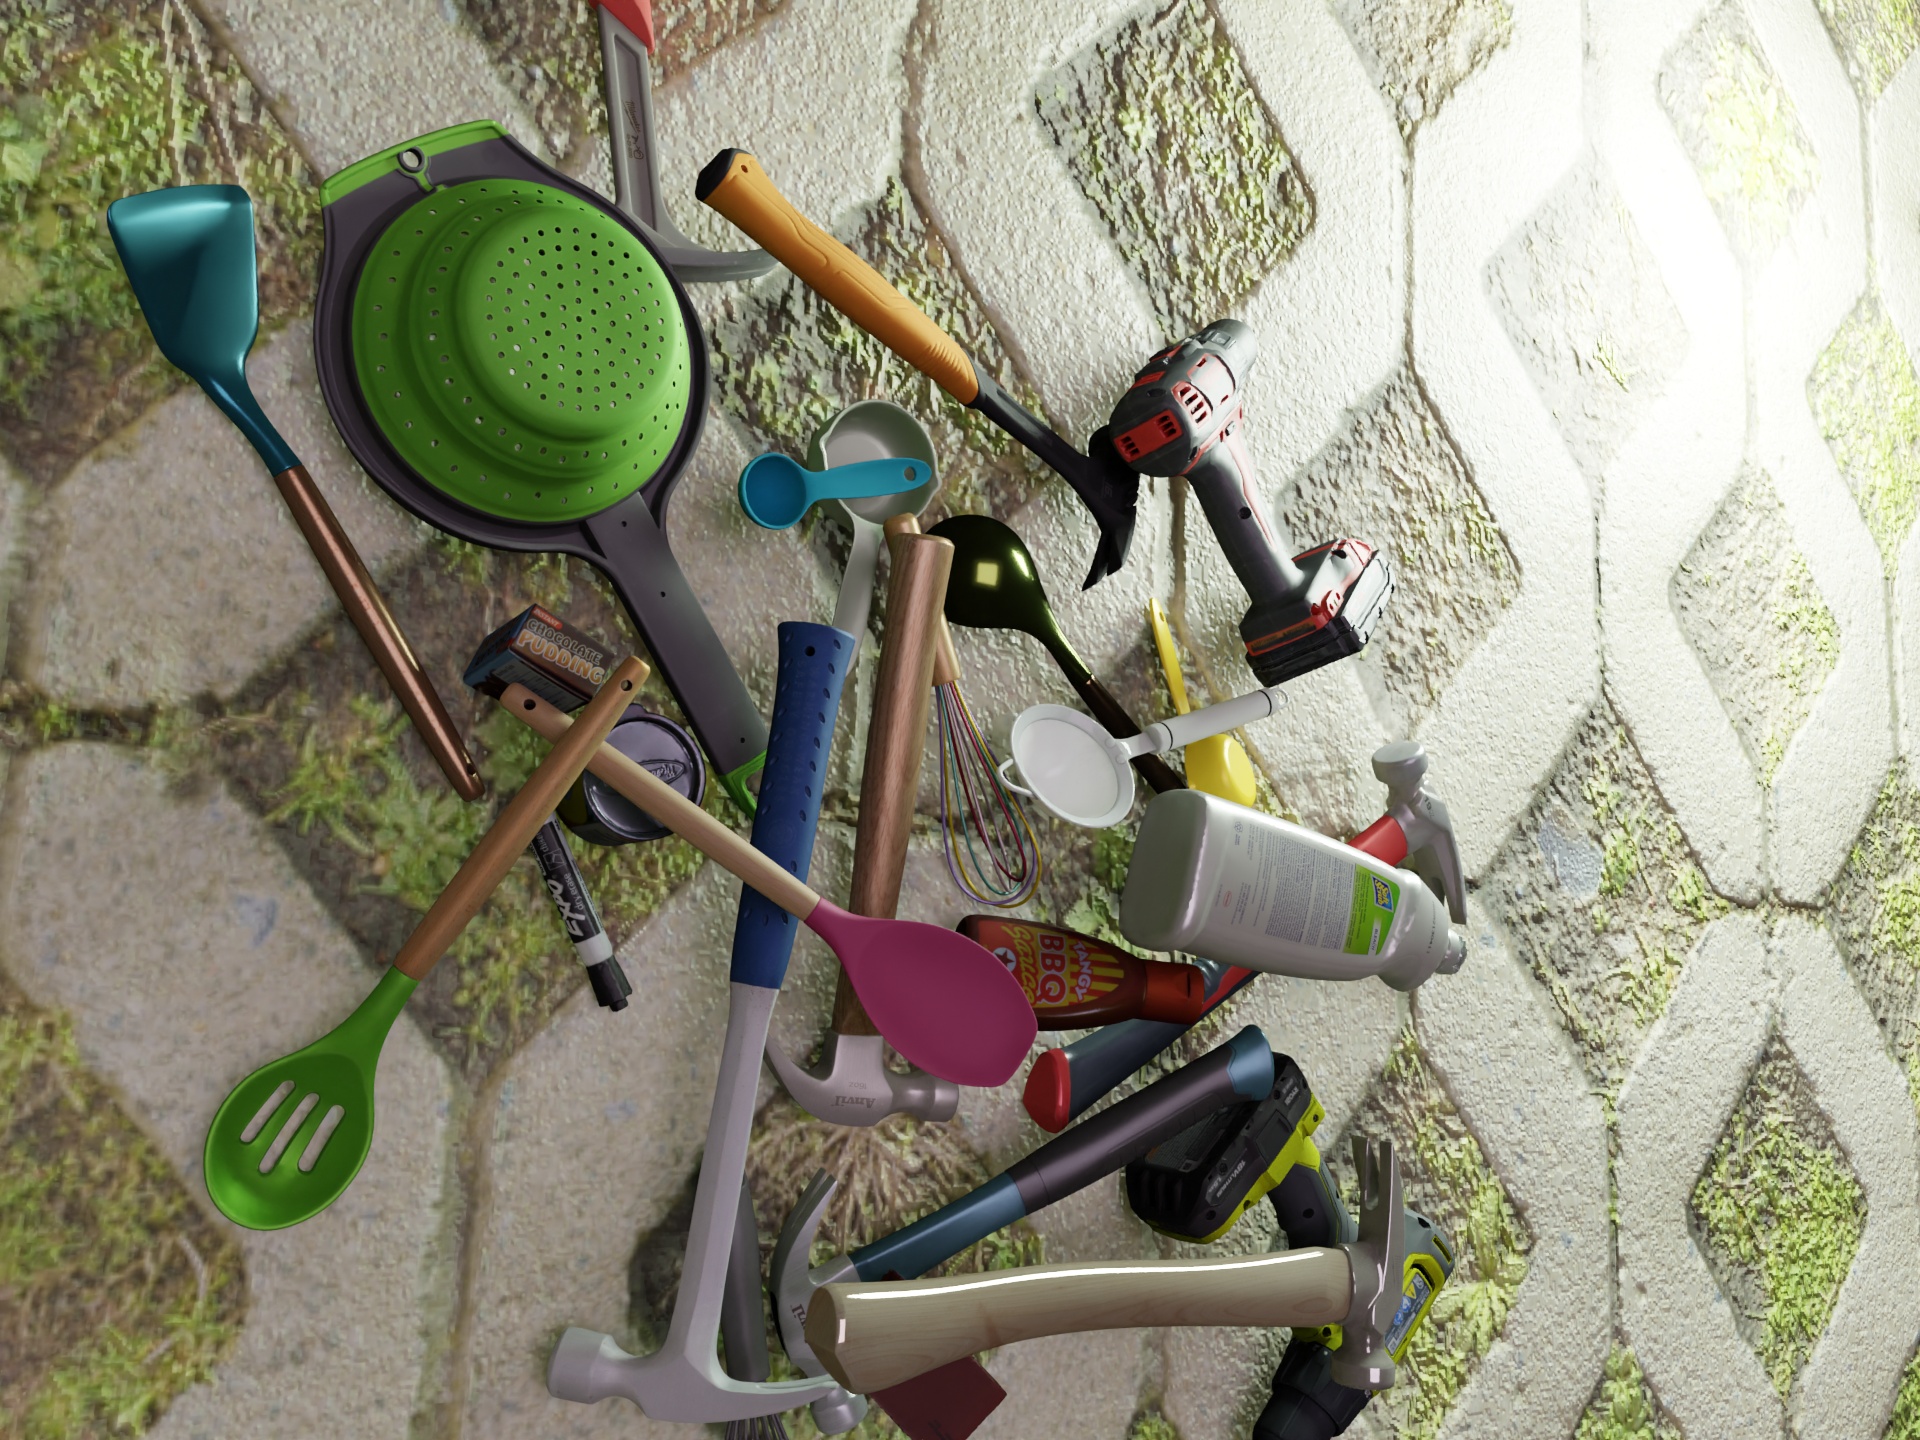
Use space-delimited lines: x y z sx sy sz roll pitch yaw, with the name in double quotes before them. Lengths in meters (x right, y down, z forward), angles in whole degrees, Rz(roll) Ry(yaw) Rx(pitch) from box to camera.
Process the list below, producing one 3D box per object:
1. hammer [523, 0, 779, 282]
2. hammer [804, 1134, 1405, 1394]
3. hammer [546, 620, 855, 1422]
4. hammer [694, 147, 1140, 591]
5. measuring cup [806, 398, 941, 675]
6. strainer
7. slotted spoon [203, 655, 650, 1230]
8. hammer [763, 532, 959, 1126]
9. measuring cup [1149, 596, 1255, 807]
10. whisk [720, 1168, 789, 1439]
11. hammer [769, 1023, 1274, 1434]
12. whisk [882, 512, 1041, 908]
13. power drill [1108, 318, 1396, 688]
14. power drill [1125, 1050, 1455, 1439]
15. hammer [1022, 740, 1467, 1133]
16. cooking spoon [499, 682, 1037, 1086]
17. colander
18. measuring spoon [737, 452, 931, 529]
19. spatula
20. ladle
"hammer" -0.187 -0.429 0.904 0.149 0.037 0.359 -4 85 -32
"hammer" 0.100 0.303 0.865 0.410 0.038 0.146 11 79 -36
"hammer" -0.102 0.149 0.821 0.144 0.035 0.406 8 79 6
"hammer" -0.017 -0.212 0.942 0.336 0.034 0.127 34 46 -28
"measuring cup" -0.063 -0.105 0.936 0.083 0.038 0.168 15 81 -30
"strainer" 0.115 0.015 0.980 0.258 0.050 0.087 -16 67 -34
"slotted spoon" -0.244 0.099 0.752 0.070 0.031 0.314 38 83 -22
"hammer" -0.045 0.060 0.889 0.130 0.031 0.331 8 90 -25
"measuring cup" 0.159 -0.011 1.051 0.062 0.029 0.156 -8 81 -61
"whisk" -0.114 0.344 0.833 0.055 0.055 0.239 -3 80 -32
"hammer" 0.043 0.265 0.910 0.331 0.033 0.128 -24 96 -20
"whisk" 0.001 -0.004 0.937 0.051 0.047 0.245 -24 104 -36
"power drill" 0.199 -0.157 1.068 0.226 0.080 0.188 55 40 -13
"power drill" 0.206 0.343 1.011 0.190 0.080 0.228 -45 109 -29
"hammer" 0.198 0.163 1.049 0.386 0.038 0.143 -31 110 -29
"cooking spoon" -0.095 0.079 0.796 0.319 0.017 0.069 37 74 -7
"colander" -0.171 -0.119 0.814 0.204 0.094 0.397 -35 107 -28
"measuring spoon" -0.073 -0.134 0.902 0.128 0.021 0.042 -14 98 -36
"spatula" -0.310 -0.102 0.777 0.317 0.044 0.082 63 31 -11
"ladle" 0.083 -0.005 1.013 0.320 0.062 0.078 49 49 -24
